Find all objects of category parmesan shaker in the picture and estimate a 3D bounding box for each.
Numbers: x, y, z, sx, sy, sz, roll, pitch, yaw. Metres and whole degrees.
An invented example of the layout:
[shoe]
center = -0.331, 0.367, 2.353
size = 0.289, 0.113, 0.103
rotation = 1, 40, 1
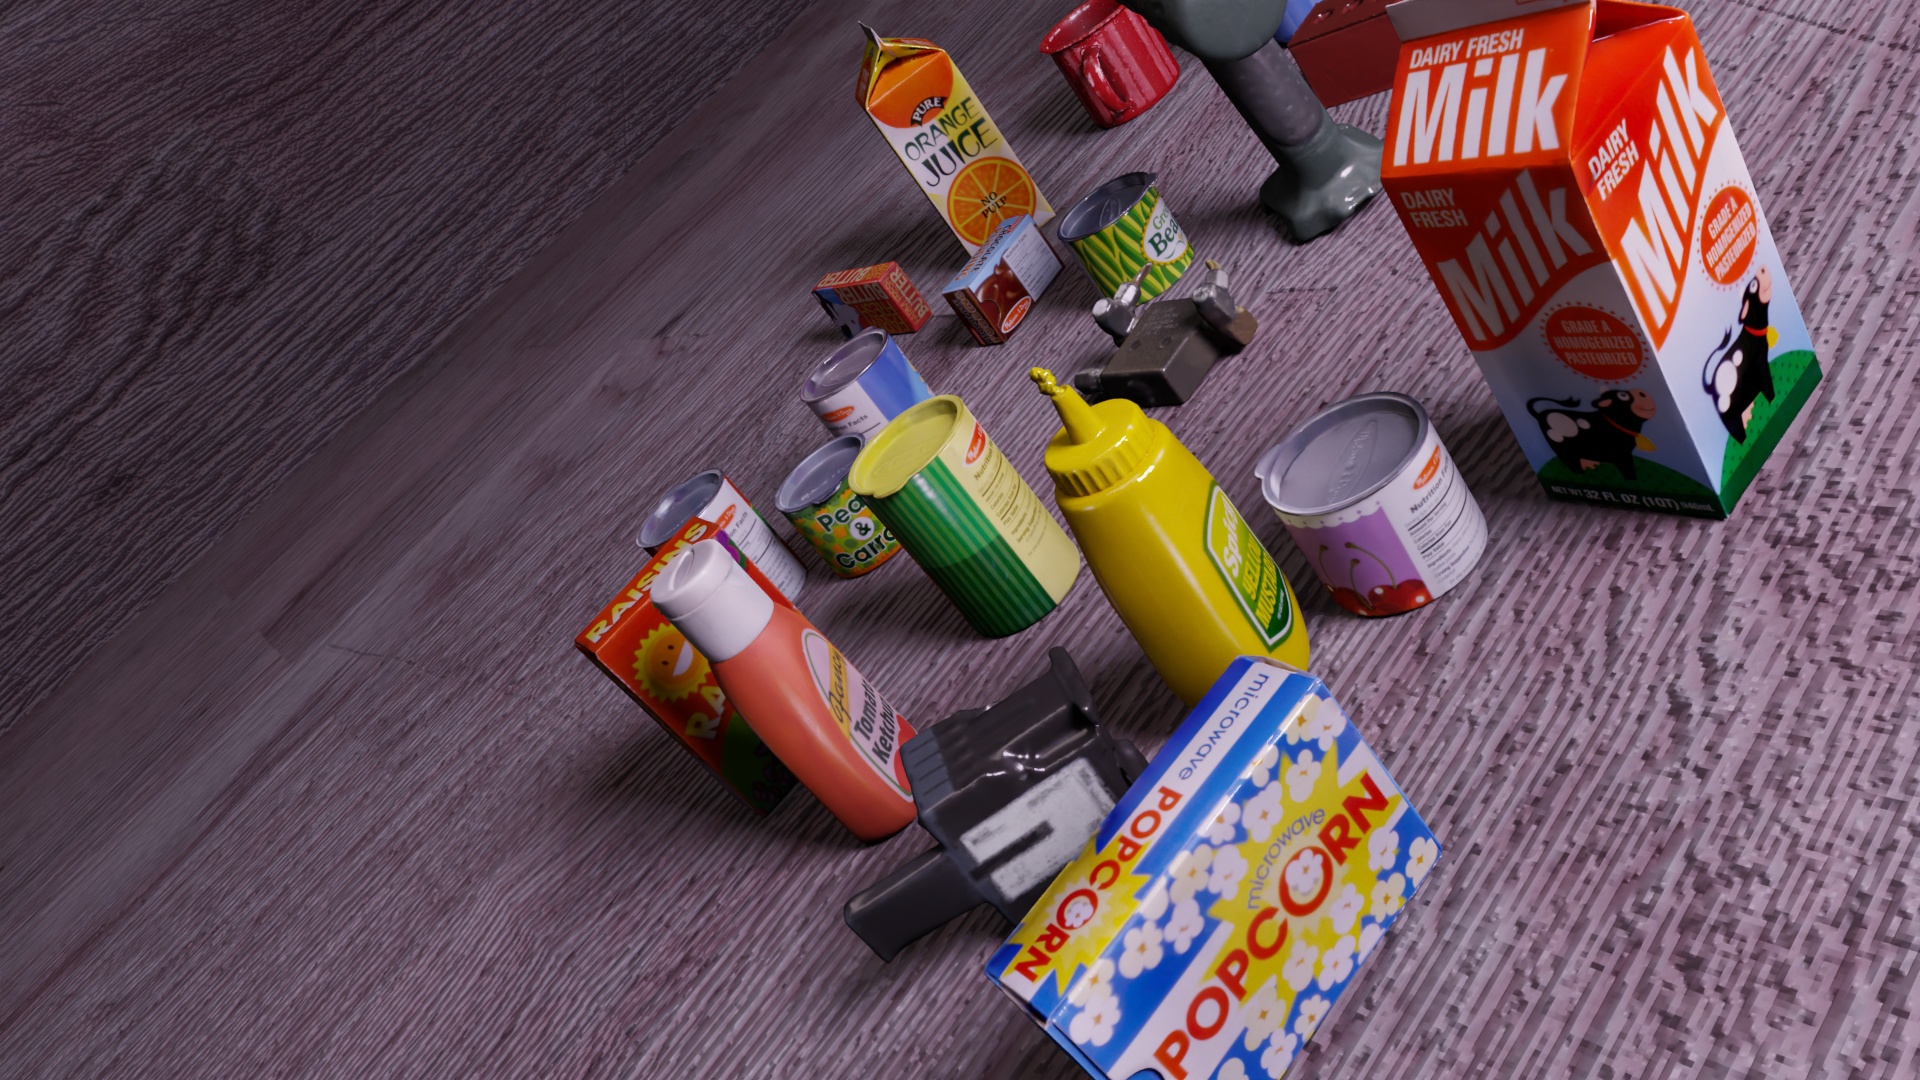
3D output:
[parmesan shaker]
center = 0.002, -0.008, 0.665
size = 0.071, 0.103, 0.072
rotation = -30, 28, 18

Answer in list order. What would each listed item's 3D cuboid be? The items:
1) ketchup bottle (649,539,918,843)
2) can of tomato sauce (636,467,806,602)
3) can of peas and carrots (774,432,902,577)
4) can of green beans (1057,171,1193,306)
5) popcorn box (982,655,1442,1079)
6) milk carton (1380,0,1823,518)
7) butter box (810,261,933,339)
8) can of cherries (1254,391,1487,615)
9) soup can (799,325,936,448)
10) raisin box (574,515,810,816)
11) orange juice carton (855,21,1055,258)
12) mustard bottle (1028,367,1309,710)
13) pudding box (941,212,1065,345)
[ketchup bottle]
center = -0.072, 0.063, 0.597
size = 0.043, 0.148, 0.065
rotation = -30, 28, 18
[can of tomato sauce]
center = -0.145, 0.008, 0.845
size = 0.071, 0.083, 0.071
rotation = -30, 28, 18
[can of peas and carrots]
center = -0.065, -0.020, 0.815
size = 0.071, 0.058, 0.071
rotation = -30, 28, 18
[can of green beans]
center = 0.103, -0.185, 0.861
size = 0.071, 0.057, 0.071
rotation = -30, 28, 18
[popcorn box]
center = 0.078, 0.109, 0.411
size = 0.127, 0.085, 0.038
rotation = -47, 28, -16
[milk carton]
center = 0.206, -0.101, 0.457
size = 0.073, 0.190, 0.072
rotation = -48, 28, -17
[butter box]
center = -0.070, -0.186, 1.082
size = 0.024, 0.053, 0.103
rotation = -51, 29, -22
[can of cherries]
center = 0.156, -0.014, 0.531
size = 0.071, 0.058, 0.072
rotation = -30, 28, 18
[soup can]
center = -0.046, -0.080, 0.856
size = 0.071, 0.083, 0.072
rotation = -30, 28, 18
[raisin box]
center = -0.113, 0.062, 0.680
size = 0.086, 0.123, 0.040
rotation = -48, 28, -17
[orange juice carton]
center = -0.016, -0.307, 1.046
size = 0.073, 0.192, 0.072
rotation = -36, 27, 7
[mustard bottle]
center = 0.073, -0.002, 0.505
size = 0.048, 0.160, 0.066
rotation = -22, 32, 31
[pudding box]
center = 0.030, -0.179, 0.951
size = 0.030, 0.049, 0.084
rotation = -2, 45, 50
